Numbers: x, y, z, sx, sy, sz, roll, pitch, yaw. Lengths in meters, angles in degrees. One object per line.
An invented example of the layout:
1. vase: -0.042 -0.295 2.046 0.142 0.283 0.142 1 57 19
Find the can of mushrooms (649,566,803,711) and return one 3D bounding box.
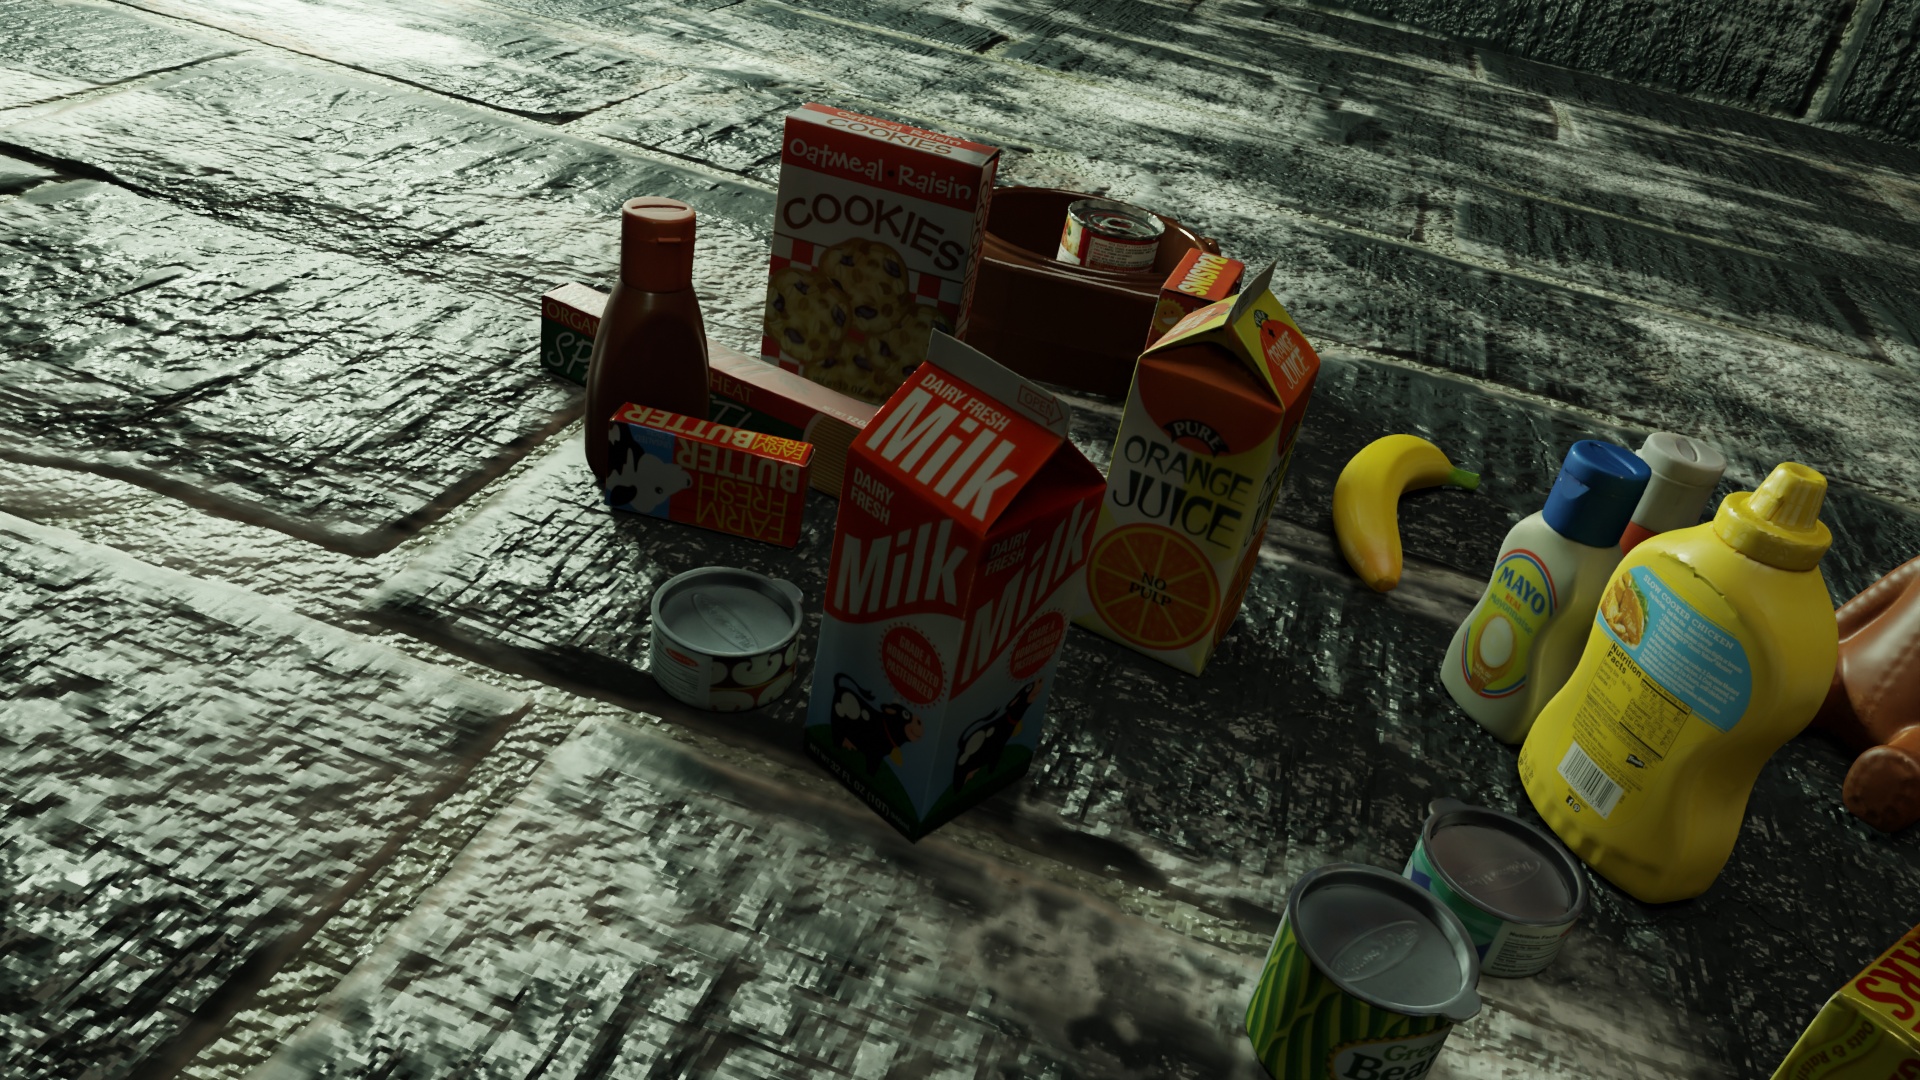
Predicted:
1. can of mushrooms: -0.103 0.043 0.619 0.071 0.033 0.071 8 31 -5

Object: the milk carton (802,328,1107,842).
1. milk carton: -0.002 0.016 0.544 0.072 0.189 0.074 33 37 31

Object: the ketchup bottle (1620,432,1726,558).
1. ketchup bottle: 0.327 0.019 0.687 0.043 0.148 0.065 18 32 10

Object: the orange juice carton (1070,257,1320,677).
1. orange juice carton: 0.117 -0.039 0.670 0.073 0.191 0.072 23 33 18

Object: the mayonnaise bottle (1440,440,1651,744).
1. mayonnaise bottle: 0.281 0.024 0.665 0.041 0.147 0.065 -3 34 -22

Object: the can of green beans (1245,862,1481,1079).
1. can of green beans: 0.139 0.158 0.488 0.071 0.057 0.071 8 31 -5

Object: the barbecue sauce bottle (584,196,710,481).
1. barbecue sauce bottle: -0.161 -0.102 0.724 0.065 0.147 0.044 -6 35 -27

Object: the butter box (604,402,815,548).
1. butter box: -0.129 -0.033 0.715 0.103 0.052 0.024 13 31 2

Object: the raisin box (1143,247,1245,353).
1. raisin box: 0.135 -0.107 0.852 0.040 0.122 0.086 19 32 13

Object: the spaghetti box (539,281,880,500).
1. spaghetti box: -0.140 -0.084 0.797 0.250 0.050 0.029 24 33 20

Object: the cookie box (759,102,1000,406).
1. cookie box: -0.053 -0.169 0.850 0.123 0.166 0.040 17 31 8

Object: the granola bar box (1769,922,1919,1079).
1. granola bar box: 0.315 0.172 0.459 0.166 0.123 0.039 -13 39 -35

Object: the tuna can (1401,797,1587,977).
1. tuna can: 0.214 0.140 0.565 0.071 0.032 0.071 8 31 -5
